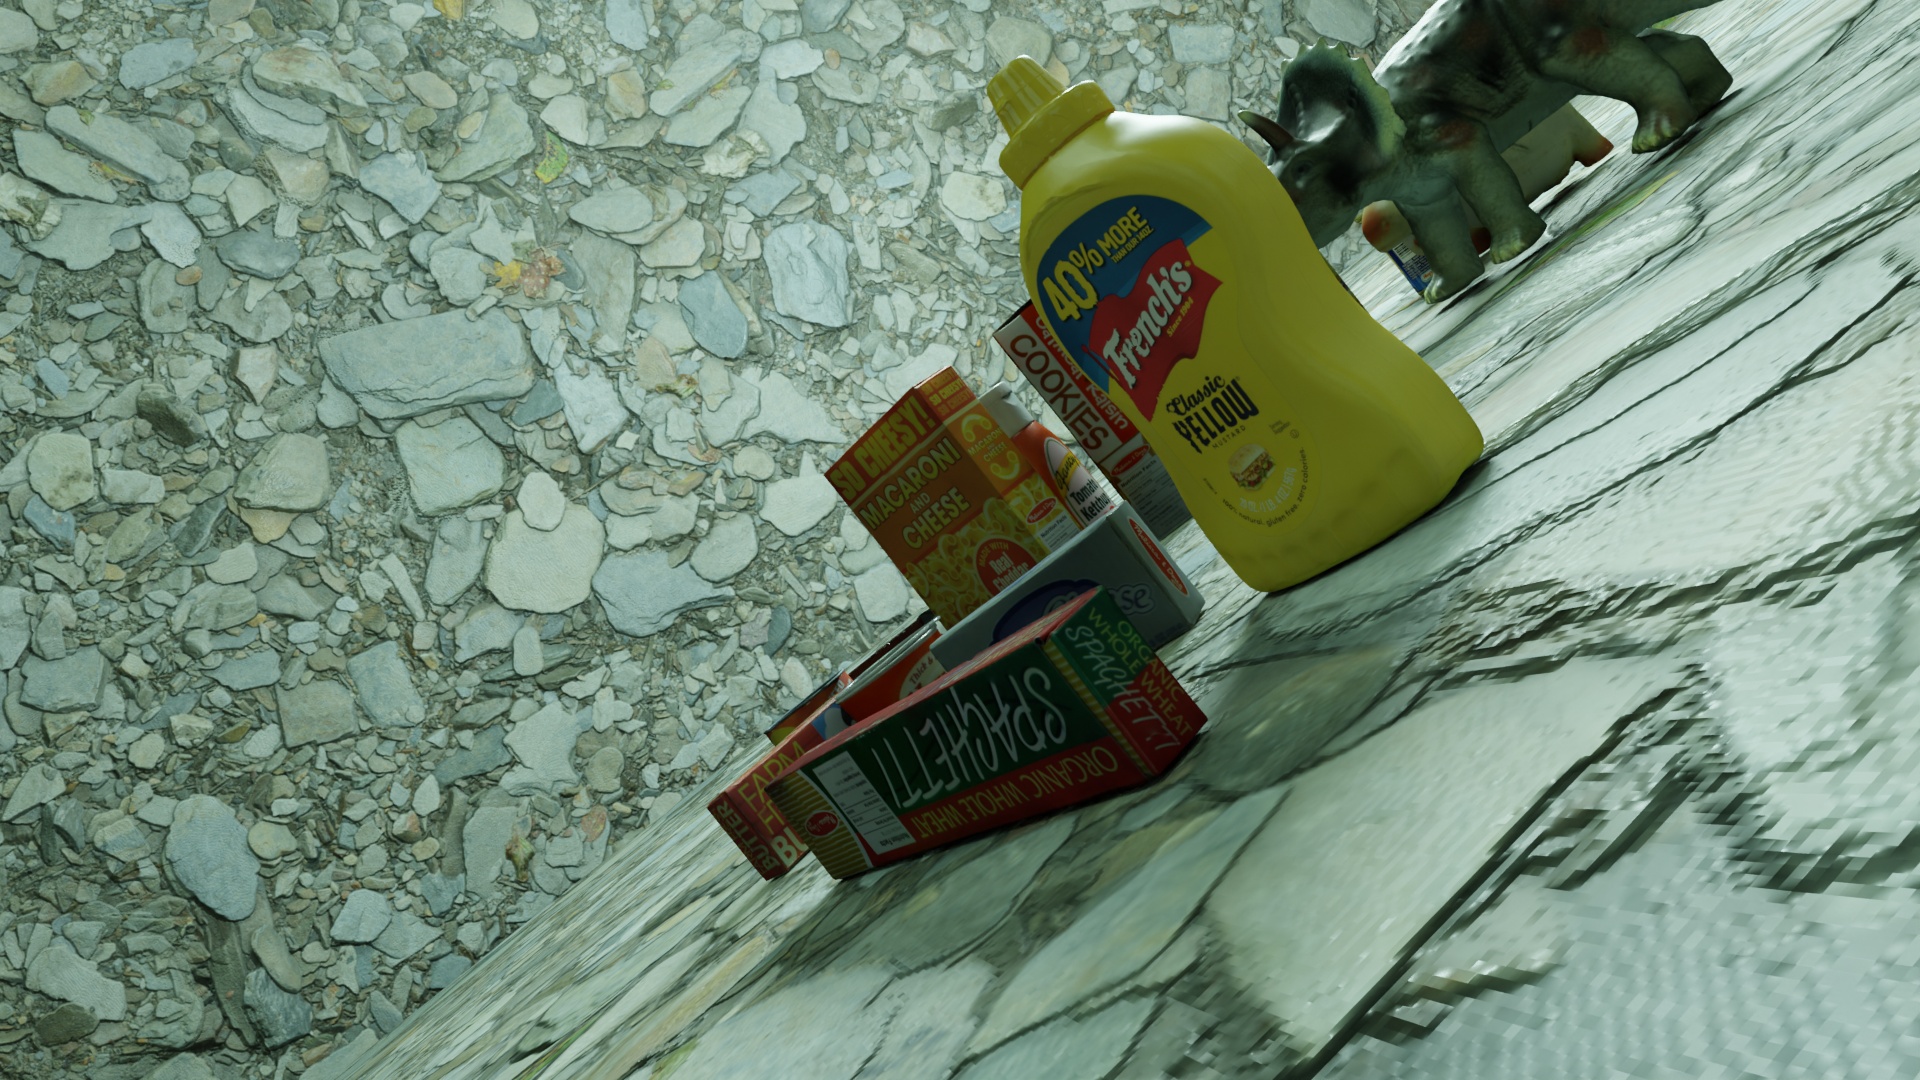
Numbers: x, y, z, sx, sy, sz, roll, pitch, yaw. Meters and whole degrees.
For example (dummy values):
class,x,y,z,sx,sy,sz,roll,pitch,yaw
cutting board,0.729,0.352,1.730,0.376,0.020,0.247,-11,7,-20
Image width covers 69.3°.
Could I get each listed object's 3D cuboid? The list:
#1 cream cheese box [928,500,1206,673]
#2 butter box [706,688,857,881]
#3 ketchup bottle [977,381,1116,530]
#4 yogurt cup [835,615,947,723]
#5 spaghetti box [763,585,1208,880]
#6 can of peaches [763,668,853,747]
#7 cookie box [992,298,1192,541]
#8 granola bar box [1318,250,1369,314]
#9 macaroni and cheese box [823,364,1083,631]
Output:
class,x,y,z,sx,sy,sz,roll,pitch,yaw
cream cheese box,0.041,0.035,0.554,0.103,0.053,0.024,-38,0,30
butter box,-0.081,0.128,0.740,0.104,0.053,0.024,-39,0,-44
ketchup bottle,0.063,-0.048,1.022,0.043,0.149,0.065,-38,0,39
yogurt cup,-0.025,0.084,0.741,0.072,0.054,0.072,-38,0,0
spaghetti box,-0.006,0.075,0.468,0.029,0.050,0.249,-38,1,-31
can of peaches,-0.082,0.125,0.896,0.071,0.058,0.071,-38,0,0
cookie box,0.095,-0.084,0.912,0.040,0.167,0.123,-38,0,13
granola bar box,0.239,-0.171,1.020,0.039,0.124,0.165,-38,0,0
macaroni and cheese box,0.003,-0.011,0.876,0.040,0.166,0.123,-38,0,-42
